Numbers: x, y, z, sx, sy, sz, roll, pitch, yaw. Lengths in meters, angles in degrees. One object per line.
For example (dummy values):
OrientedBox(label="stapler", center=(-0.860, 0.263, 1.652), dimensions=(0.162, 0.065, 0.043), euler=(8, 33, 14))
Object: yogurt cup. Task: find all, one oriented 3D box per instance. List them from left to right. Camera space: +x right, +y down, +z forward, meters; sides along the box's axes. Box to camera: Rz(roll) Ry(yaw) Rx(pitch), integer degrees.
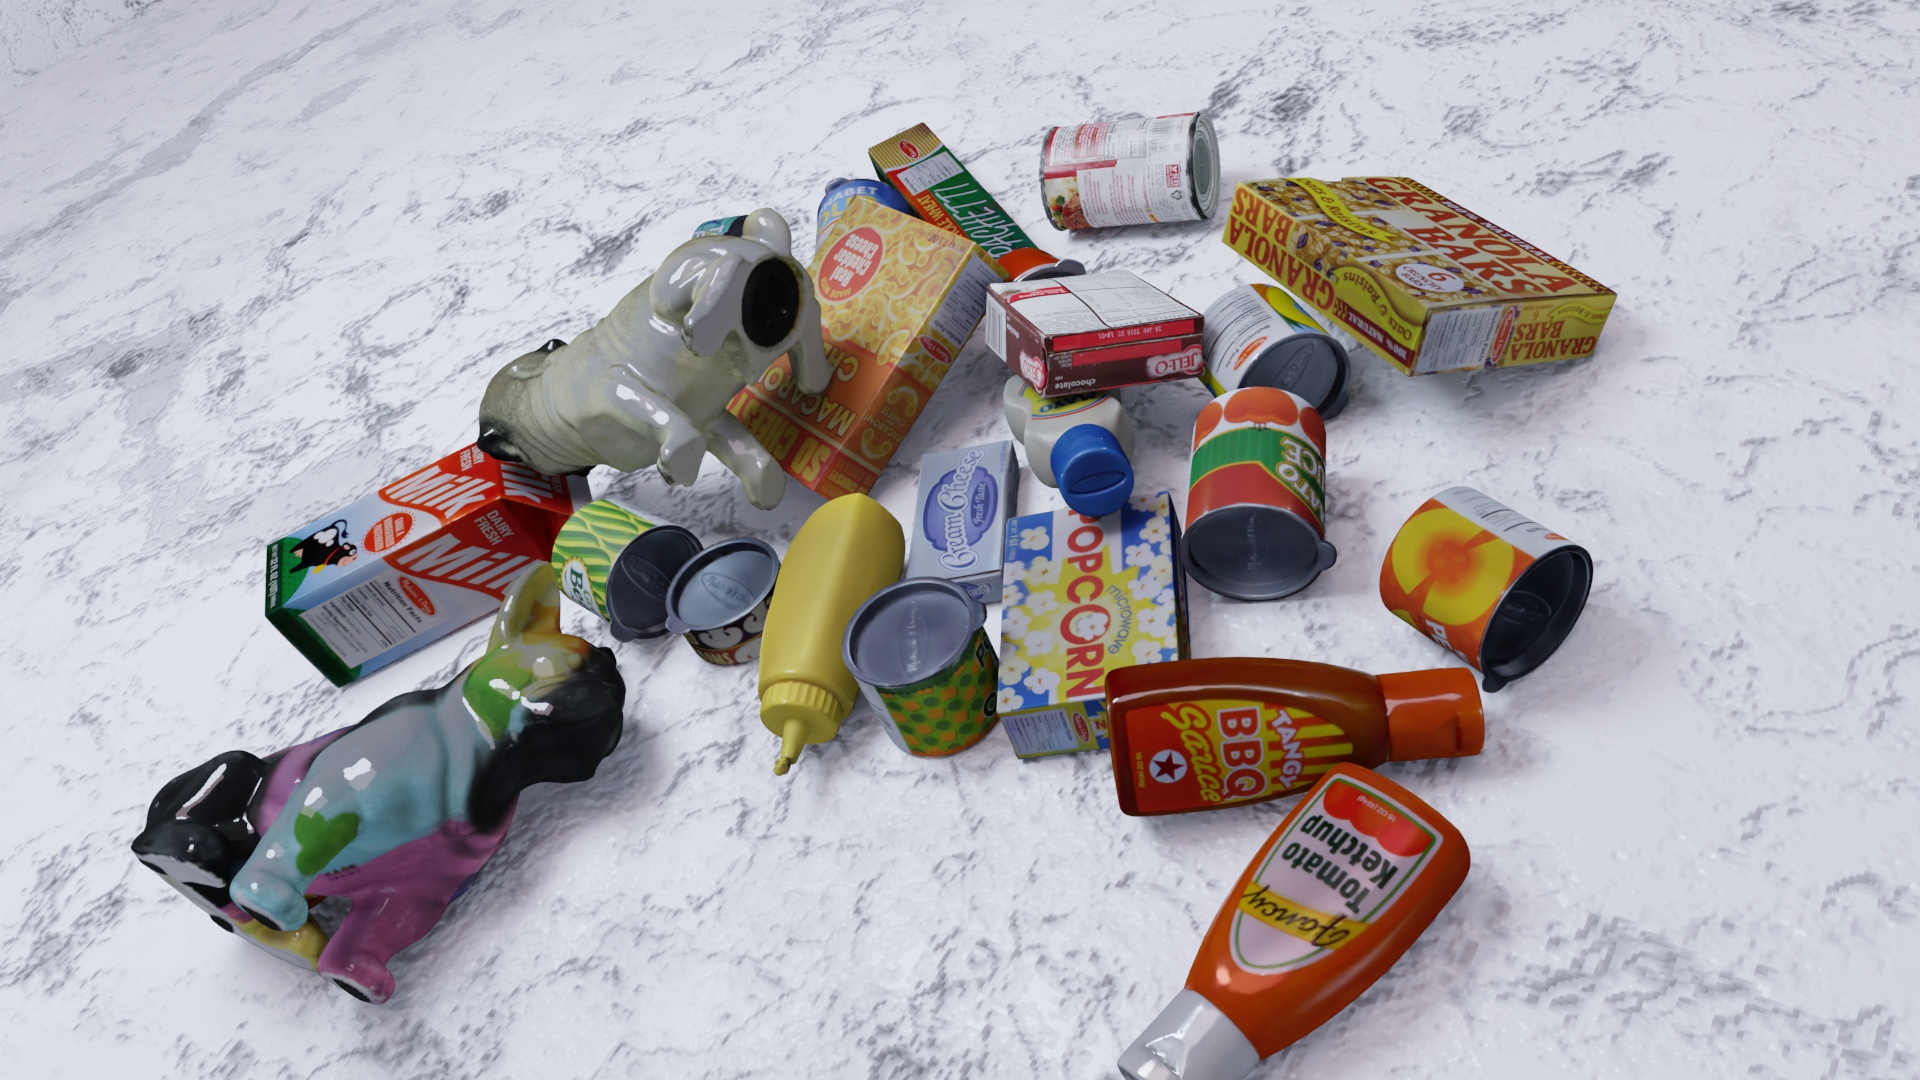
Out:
OrientedBox(label="yogurt cup", center=(0.046, -0.142, 0.834), dimensions=(0.072, 0.072, 0.054), euler=(-26, 34, -2))

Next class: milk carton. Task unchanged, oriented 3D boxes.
OrientedBox(label="milk carton", center=(-0.313, 0.003, 0.843), dimensions=(0.191, 0.073, 0.072), euler=(-27, 42, -3))

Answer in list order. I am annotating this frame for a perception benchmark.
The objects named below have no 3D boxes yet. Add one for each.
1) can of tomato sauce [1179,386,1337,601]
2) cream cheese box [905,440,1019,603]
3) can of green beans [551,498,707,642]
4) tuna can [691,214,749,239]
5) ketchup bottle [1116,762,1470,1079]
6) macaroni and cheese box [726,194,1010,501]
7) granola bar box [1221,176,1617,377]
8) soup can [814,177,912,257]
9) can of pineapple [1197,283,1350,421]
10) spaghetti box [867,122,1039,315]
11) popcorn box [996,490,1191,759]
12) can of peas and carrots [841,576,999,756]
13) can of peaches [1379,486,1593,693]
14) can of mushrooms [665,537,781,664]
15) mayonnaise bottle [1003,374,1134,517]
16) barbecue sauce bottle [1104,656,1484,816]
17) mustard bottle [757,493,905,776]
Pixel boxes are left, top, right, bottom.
OrientedBox(label="can of tomato sauce", center=(0.144, -0.024, 0.667), dimensions=(0.071, 0.071, 0.083), euler=(-5, 45, 20))
OrientedBox(label="cream cheese box", center=(0.003, -0.009, 0.748), dimensions=(0.053, 0.024, 0.104), euler=(-10, 44, 16))
OrientedBox(label="can of green beans", center=(-0.186, 0.015, 0.779), dimensions=(0.058, 0.071, 0.071), euler=(22, 59, 39))
OrientedBox(label="tuna can", center=(-0.161, -0.195, 0.975), dimensions=(0.033, 0.070, 0.071), euler=(-2, 47, 25))
OrientedBox(label="ketchup bottle", center=(0.121, 0.153, 0.517), dimensions=(0.149, 0.043, 0.065), euler=(-42, 46, -18))
OrientedBox(label="macaroni and cheese box", center=(-0.062, -0.113, 0.826), dimensions=(0.124, 0.040, 0.166), euler=(33, 90, 44))
OrientedBox(label="granola bar box", center=(0.236, -0.145, 0.731), dimensions=(0.124, 0.038, 0.166), euler=(-8, 37, -24))
OrientedBox(label="soup can", center=(-0.067, -0.194, 0.931), dimensions=(0.071, 0.071, 0.084), euler=(-14, 43, 12))
OrientedBox(label="can of pineapple", center=(0.162, -0.093, 0.731), dimensions=(0.071, 0.070, 0.058), euler=(-26, 42, -1))
OrientedBox(label="spaghetti box", center=(-0.003, -0.226, 0.965), dimensions=(0.050, 0.028, 0.251), euler=(-27, 42, -3))
OrientedBox(label="popcorn box", center=(0.064, 0.038, 0.662), dimensions=(0.085, 0.038, 0.127), euler=(-9, 44, 14))
OrientedBox(label="can of peas and carrots", center=(-0.013, 0.060, 0.661), dimensions=(0.071, 0.058, 0.071), euler=(-12, 44, 12))
OrientedBox(label="can of peaches", center=(0.221, 0.020, 0.590), dimensions=(0.071, 0.071, 0.058), euler=(-36, 44, -12))
OrientedBox(label="can of mushrooms", center=(-0.125, 0.034, 0.756), dimensions=(0.071, 0.033, 0.071), euler=(-12, 44, 12))
OrientedBox(label="mayonnaise bottle", center=(0.060, -0.056, 0.725), dimensions=(0.065, 0.041, 0.149), euler=(-15, 23, 2))
OrientedBox(label="barbecue sauce bottle", center=(0.136, 0.077, 0.576), dimensions=(0.148, 0.064, 0.044), euler=(-6, 22, 7))
OrientedBox(label="mustard bottle", center=(-0.070, 0.051, 0.698), dimensions=(0.065, 0.048, 0.161), euler=(-28, 37, 40))
